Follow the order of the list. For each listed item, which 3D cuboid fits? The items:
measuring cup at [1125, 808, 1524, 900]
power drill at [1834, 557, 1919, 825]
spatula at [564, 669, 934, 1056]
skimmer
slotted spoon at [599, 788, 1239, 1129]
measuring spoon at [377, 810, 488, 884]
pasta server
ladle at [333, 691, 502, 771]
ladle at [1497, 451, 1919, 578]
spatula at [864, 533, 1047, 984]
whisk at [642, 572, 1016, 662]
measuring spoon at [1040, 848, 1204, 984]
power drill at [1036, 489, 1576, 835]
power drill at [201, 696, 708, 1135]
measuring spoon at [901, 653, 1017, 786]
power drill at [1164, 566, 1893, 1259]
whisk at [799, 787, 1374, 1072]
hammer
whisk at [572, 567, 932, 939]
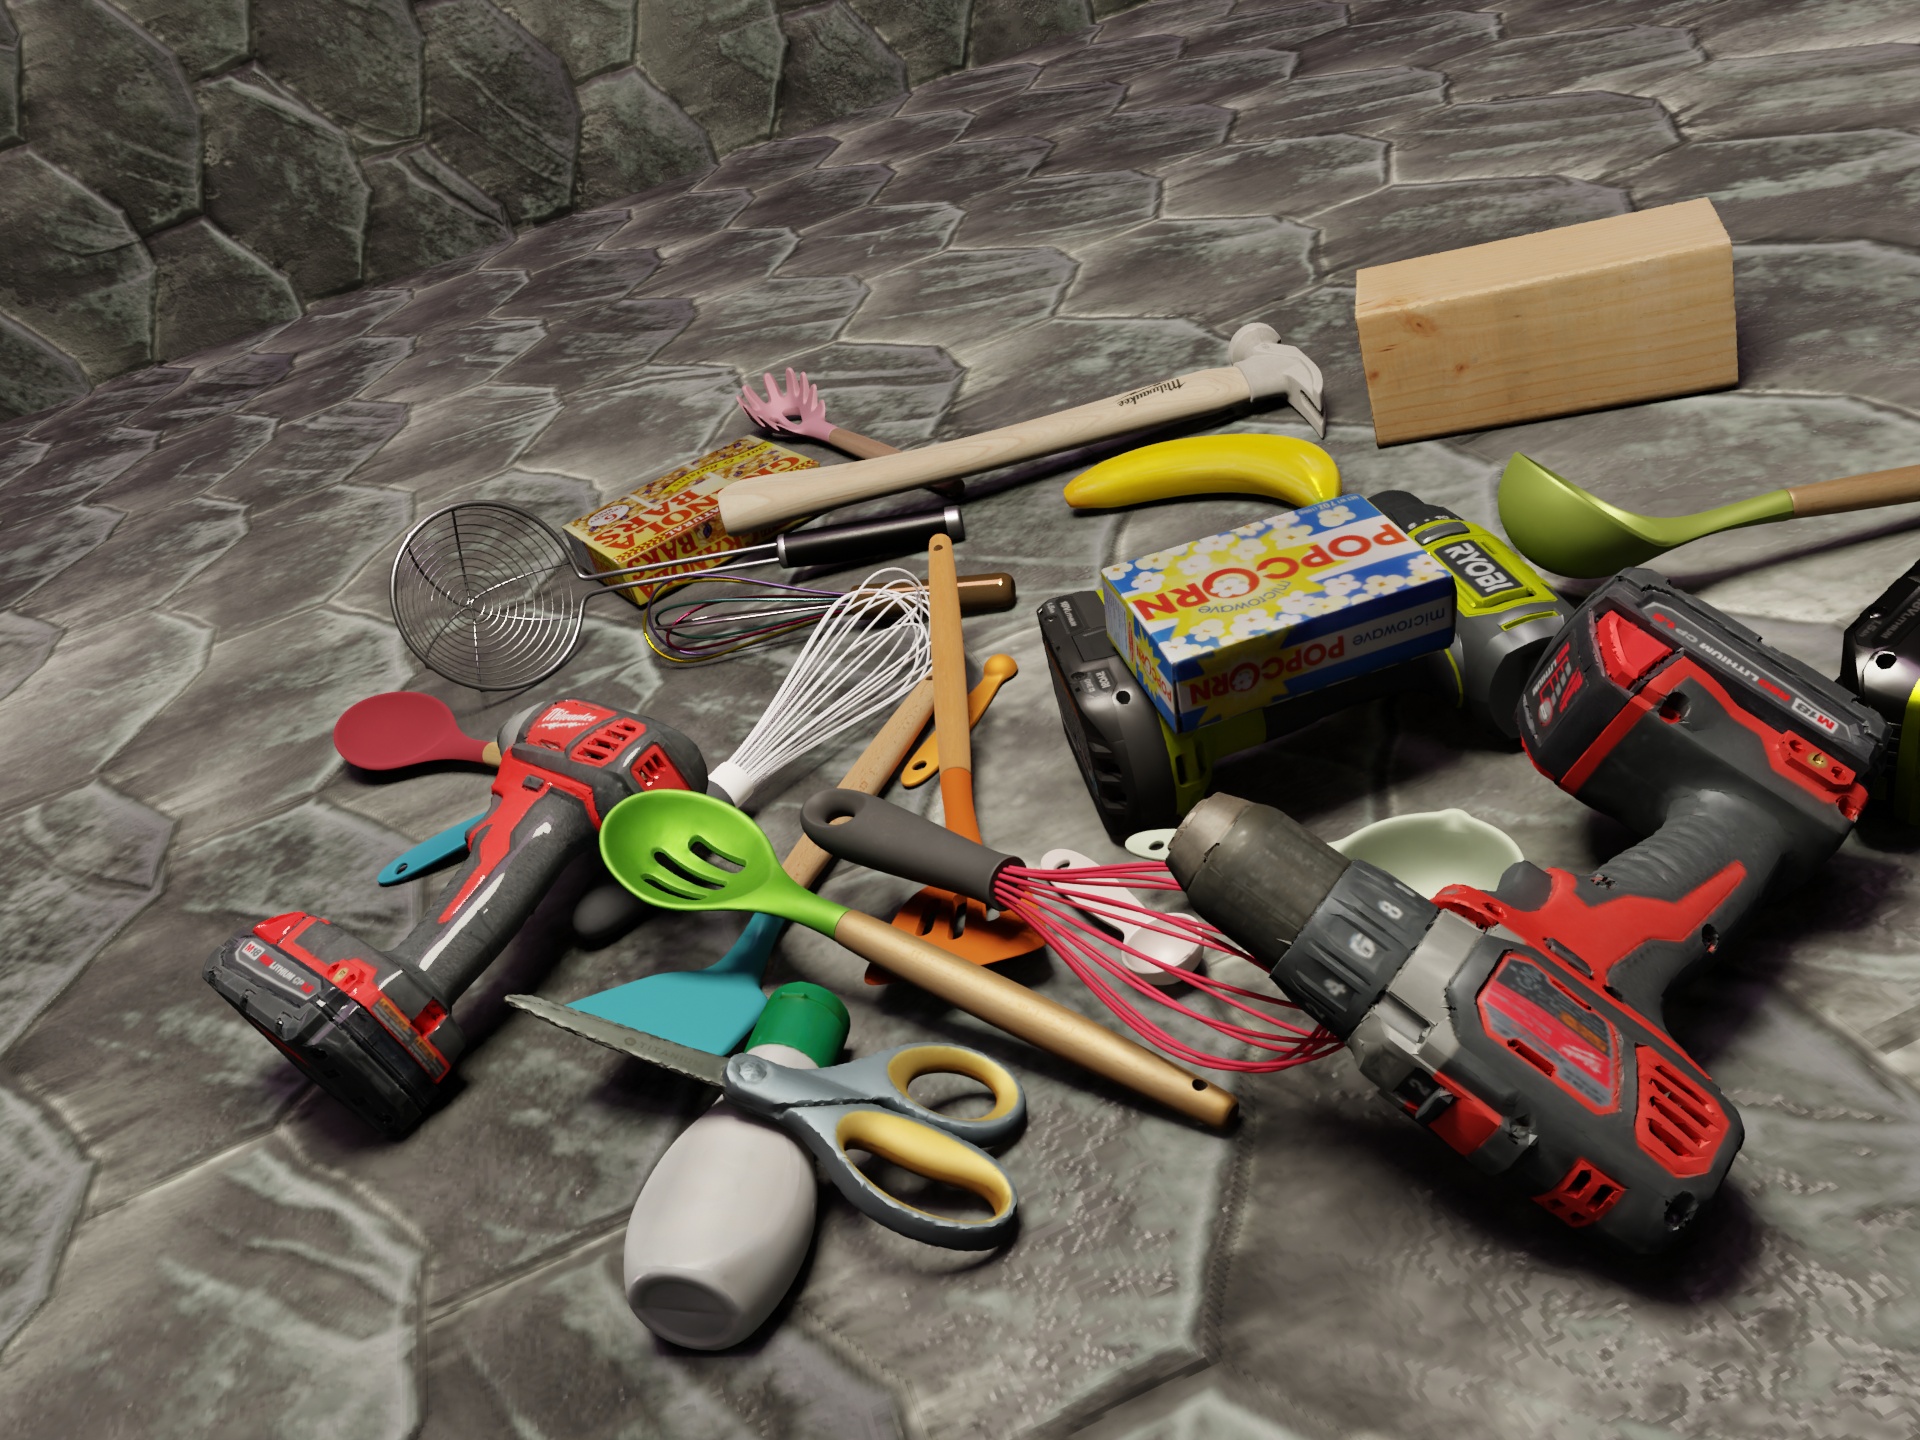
[{"bbox_3d":[0.141,0.069,0.632,0.168,0.038,0.083,5,37,38],"label":"measuring cup"},{"bbox_3d":[0.426,0.012,0.532,0.171,0.080,0.223,-33,36,-25],"label":"power drill"},{"bbox_3d":[-0.072,0.056,0.761,0.082,0.044,0.318,7,38,23],"label":"spatula"},{"bbox_3d":[-0.180,-0.102,1.034,0.363,0.127,0.090,-9,-2,4],"label":"skimmer"},{"bbox_3d":[-0.028,0.095,0.647,0.314,0.031,0.070,20,39,32],"label":"slotted spoon"},{"bbox_3d":[-0.265,0.066,0.888,0.128,0.021,0.042,-26,39,4],"label":"measuring spoon"},{"bbox_3d":[-0.086,-0.221,1.229,0.060,0.040,0.316,-33,34,-18],"label":"pasta server"},{"bbox_3d":[-0.260,0.021,0.942,0.315,0.031,0.069,7,43,34],"label":"ladle"},{"bbox_3d":[0.412,-0.117,0.742,0.320,0.062,0.078,-9,25,2],"label":"ladle"},{"bbox_3d":[-0.005,0.004,0.780,0.081,0.041,0.323,-14,43,9],"label":"spatula"},{"bbox_3d":[-0.085,-0.067,0.983,0.245,0.051,0.047,-4,54,16],"label":"whisk"},{"bbox_3d":[0.066,0.083,0.678,0.034,0.018,0.124,-33,26,-11],"label":"measuring spoon"},{"bbox_3d":[0.159,-0.039,0.762,0.228,0.080,0.191,-16,31,-1],"label":"power drill"},{"bbox_3d":[-0.234,0.074,0.755,0.143,0.078,0.220,14,53,43],"label":"power drill"},{"bbox_3d":[-0.001,-0.003,0.851,0.021,0.011,0.117,3,37,33],"label":"measuring spoon"},{"bbox_3d":[0.194,0.043,0.539,0.188,0.080,0.227,37,54,15],"label":"power drill"},{"bbox_3d":[0.032,0.070,0.630,0.296,0.073,0.073,16,45,44],"label":"whisk"},{"bbox_3d":[0.039,-0.184,1.077,0.410,0.038,0.146,-14,31,0],"label":"hammer"},{"bbox_3d":[-0.102,0.014,0.842,0.070,0.070,0.285,12,46,41],"label":"whisk"}]
